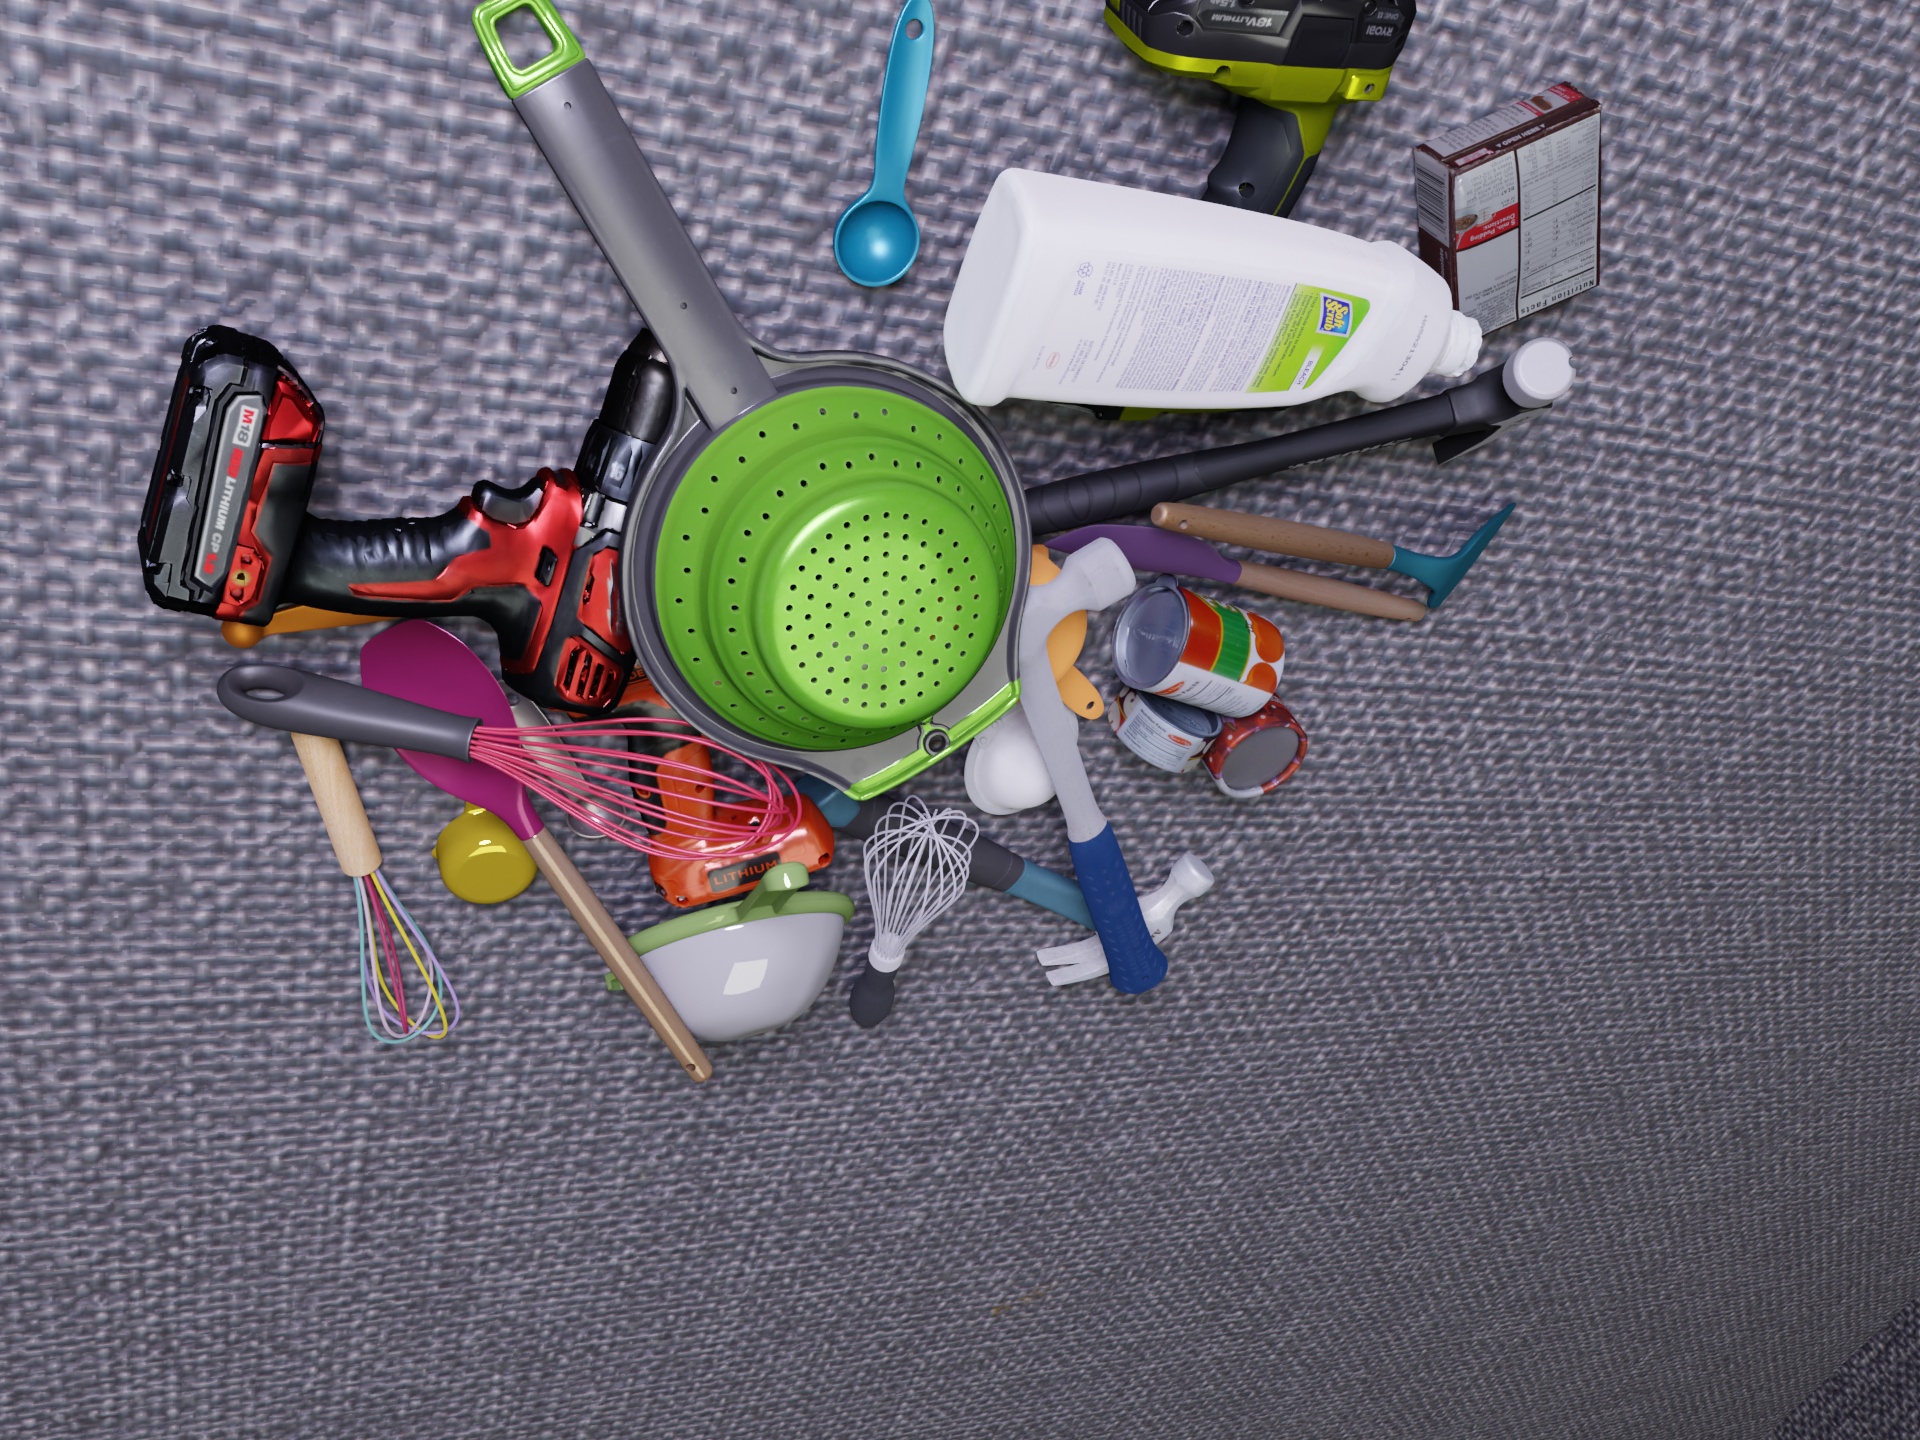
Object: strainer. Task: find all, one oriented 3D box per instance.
[{"bbox_3d":[-0.002,-0.003,0.952,0.258,0.050,0.087,32,95,-37],"label":"strainer"},{"bbox_3d":[-0.117,0.140,0.921,0.151,0.069,0.256,-9,165,-20],"label":"strainer"}]

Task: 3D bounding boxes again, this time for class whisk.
[{"bbox_3d":[-0.224,0.015,0.796,0.296,0.073,0.073,13,126,-3],"label":"whisk"},{"bbox_3d":[-0.333,0.096,0.893,0.051,0.047,0.244,-22,131,-22],"label":"whisk"},{"bbox_3d":[-0.043,0.133,1.009,0.070,0.070,0.284,-8,149,-18],"label":"whisk"}]

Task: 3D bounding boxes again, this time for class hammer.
[{"bbox_3d":[0.024,0.097,1.056,0.330,0.033,0.128,26,114,-38],"label":"hammer"},{"bbox_3d":[0.070,0.062,0.969,0.144,0.035,0.405,-31,141,-6],"label":"hammer"},{"bbox_3d":[0.147,-0.139,0.867,0.335,0.035,0.146,-14,178,0],"label":"hammer"}]

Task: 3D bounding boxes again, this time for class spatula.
[{"bbox_3d":[0.223,-0.104,0.925,0.317,0.044,0.082,4,129,-38],"label":"spatula"},{"bbox_3d":[0.180,-0.085,0.942,0.315,0.018,0.060,7,165,-40],"label":"spatula"}]

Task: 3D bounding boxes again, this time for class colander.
[{"bbox_3d":[-0.084,-0.124,0.690,0.204,0.095,0.396,-33,116,-7],"label":"colander"}]

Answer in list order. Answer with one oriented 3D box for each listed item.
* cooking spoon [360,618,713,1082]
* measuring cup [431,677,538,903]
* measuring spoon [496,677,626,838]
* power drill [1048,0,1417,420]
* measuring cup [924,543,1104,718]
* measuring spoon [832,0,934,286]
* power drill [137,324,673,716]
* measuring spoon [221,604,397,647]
[{"bbox_3d":[-0.221,0.081,0.872,0.069,0.017,0.318,-25,113,8],"label":"cooking spoon"},{"bbox_3d":[-0.266,0.043,0.880,0.062,0.029,0.156,-9,134,-17],"label":"measuring cup"},{"bbox_3d":[-0.227,0.019,0.891,0.034,0.018,0.124,-25,128,1],"label":"measuring spoon"},{"bbox_3d":[0.112,-0.248,0.761,0.171,0.080,0.223,-5,134,-20],"label":"power drill"},{"bbox_3d":[0.051,-0.033,0.929,0.095,0.052,0.173,-46,134,3],"label":"measuring cup"},{"bbox_3d":[-0.033,-0.264,0.726,0.042,0.021,0.128,0,120,-25],"label":"measuring spoon"},{"bbox_3d":[-0.230,-0.109,0.717,0.226,0.080,0.188,13,103,-33],"label":"power drill"},{"bbox_3d":[-0.305,-0.053,0.790,0.117,0.011,0.021,-12,133,-14],"label":"measuring spoon"}]
